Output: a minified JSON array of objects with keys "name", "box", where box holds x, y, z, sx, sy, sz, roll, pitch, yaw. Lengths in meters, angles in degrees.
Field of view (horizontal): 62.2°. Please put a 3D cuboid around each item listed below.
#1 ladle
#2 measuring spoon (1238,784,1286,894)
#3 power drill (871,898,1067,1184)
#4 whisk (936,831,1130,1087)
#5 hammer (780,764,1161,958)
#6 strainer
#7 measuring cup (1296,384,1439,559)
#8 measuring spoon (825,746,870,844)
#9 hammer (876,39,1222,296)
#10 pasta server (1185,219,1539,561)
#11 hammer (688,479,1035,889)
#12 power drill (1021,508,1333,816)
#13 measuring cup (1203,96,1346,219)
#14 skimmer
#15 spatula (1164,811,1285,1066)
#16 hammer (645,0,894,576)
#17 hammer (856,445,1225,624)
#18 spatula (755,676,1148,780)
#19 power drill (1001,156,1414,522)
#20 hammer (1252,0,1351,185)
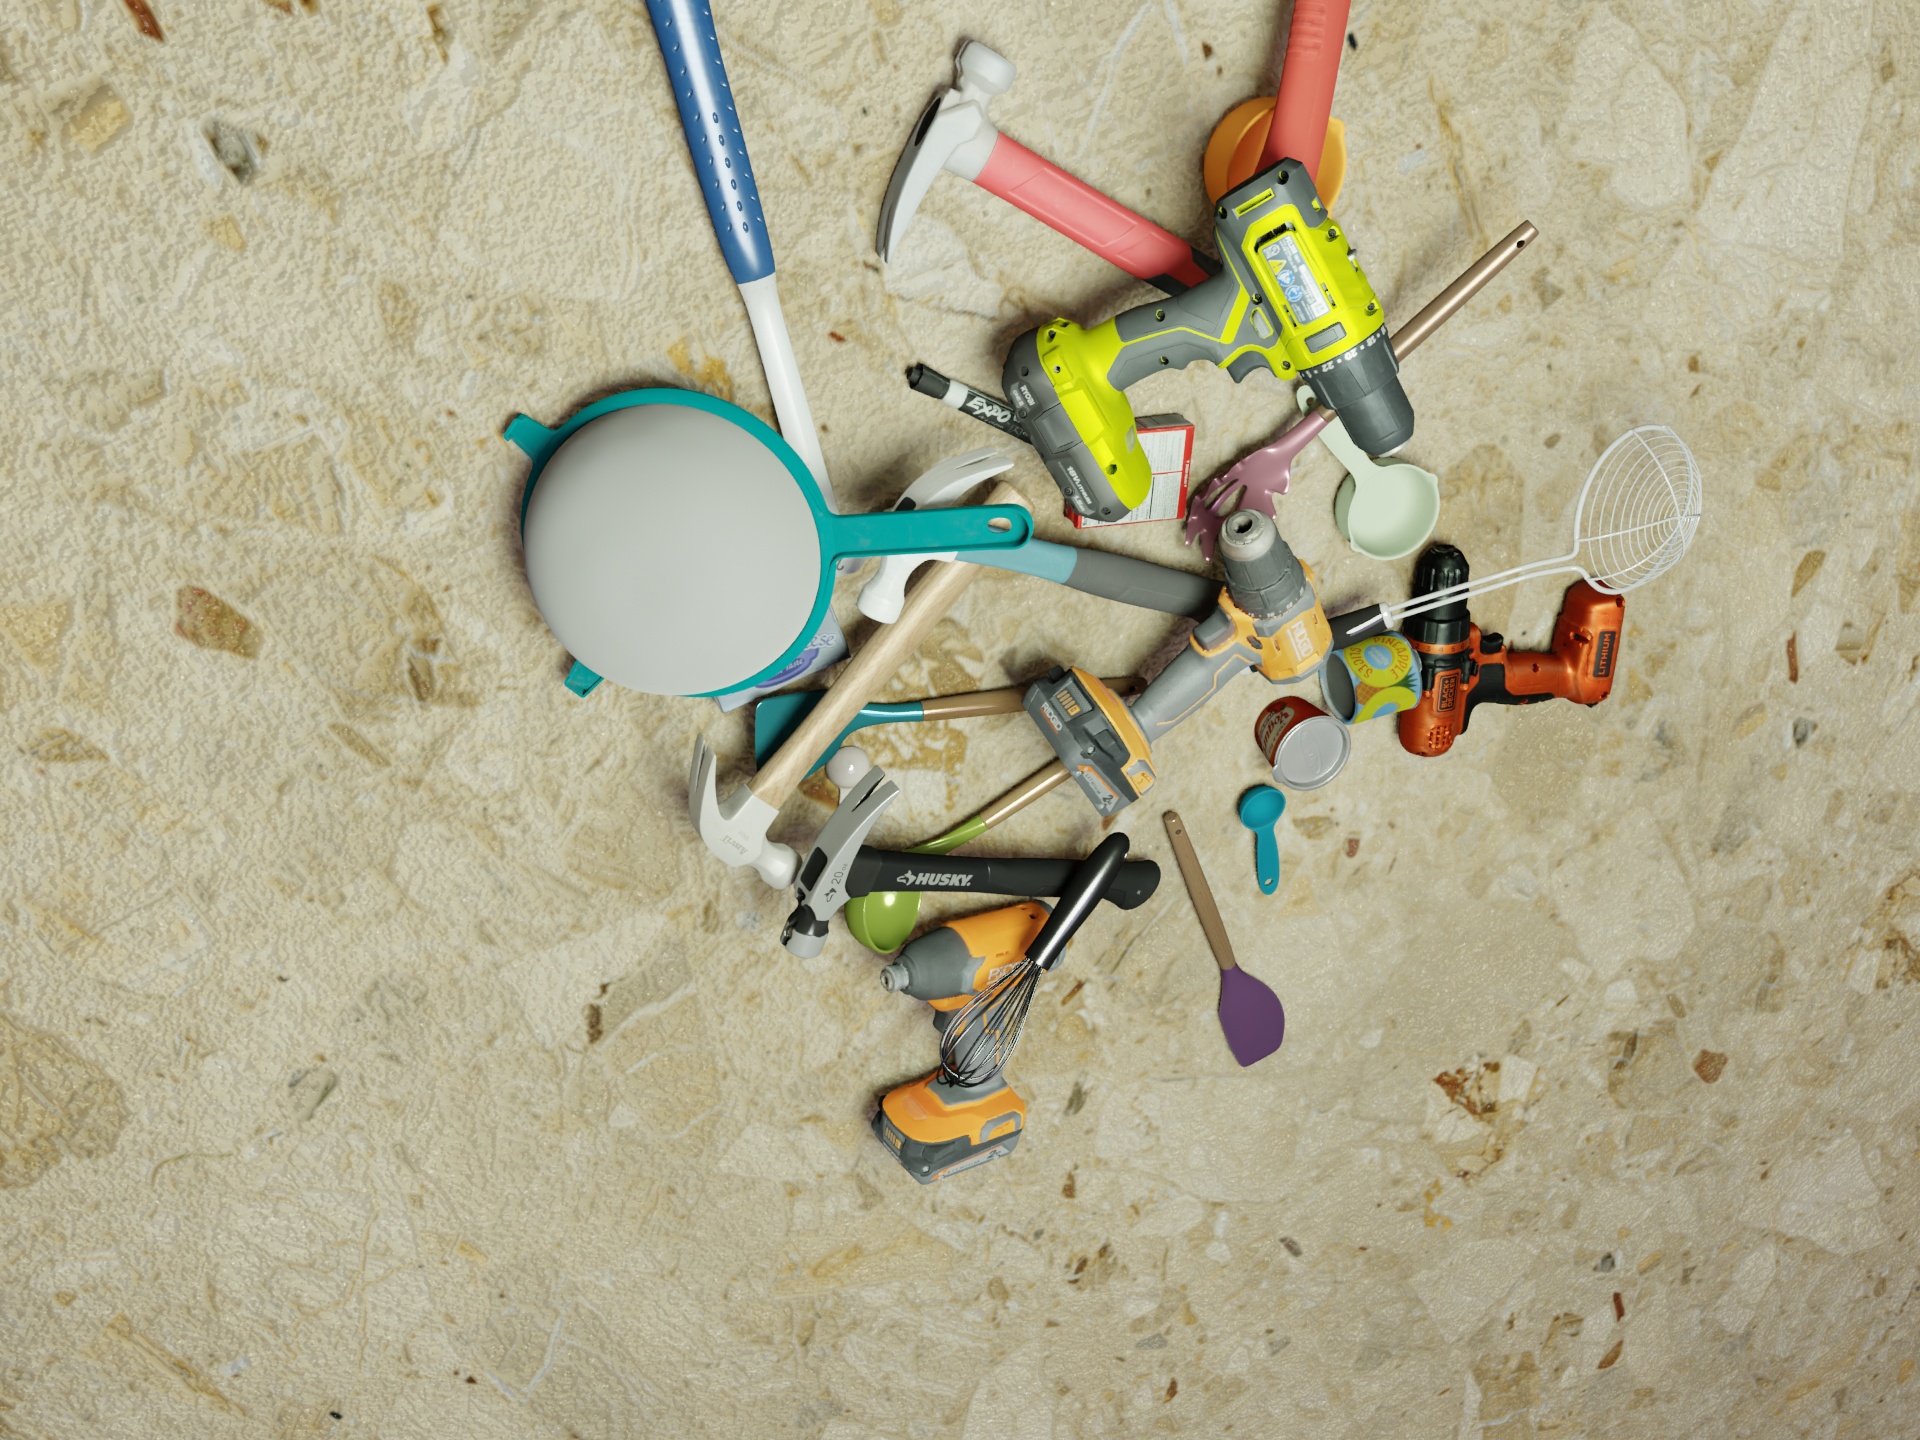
[{"name":"ladle","box":[0.045,0.072,1.246,0.320,0.062,0.078,-34,136,-3]},{"name":"measuring spoon","box":[0.258,0.101,1.363,0.042,0.021,0.128,-21,131,-8]},{"name":"power drill","box":[-0.007,0.261,1.296,0.164,0.084,0.226,-9,120,-36]},{"name":"whisk","box":[0.057,0.183,1.223,0.055,0.055,0.239,39,84,-32]},{"name":"hammer","box":[0.028,0.114,1.218,0.334,0.035,0.146,6,116,-38]},{"name":"strainer","box":[-0.128,-0.098,0.987,0.340,0.095,0.210,-2,114,12]},{"name":"measuring cup","box":[0.296,-0.194,1.203,0.083,0.038,0.167,-42,115,6]},{"name":"measuring spoon","box":[-0.083,0.077,1.223,0.034,0.018,0.124,-9,121,-15]},{"name":"hammer","box":[0.130,-0.299,1.083,0.386,0.038,0.143,21,110,-28]},{"name":"pasta server","box":[0.280,-0.232,1.129,0.060,0.040,0.316,34,119,-27]},{"name":"hammer","box":[-0.067,-0.035,1.112,0.331,0.031,0.129,-50,132,1]},{"name":"power drill","box":[0.159,-0.045,1.150,0.226,0.084,0.185,-35,146,3]},{"name":"measuring cup","box":[0.230,-0.345,1.086,0.095,0.052,0.173,-40,125,5]},{"name":"skimmer","box":[0.385,-0.117,1.225,0.363,0.090,0.127,-18,126,20]},{"name":"spatula","box":[0.231,0.196,1.400,0.060,0.018,0.315,-29,124,-4]},{"name":"hammer","box":[-0.132,-0.269,1.007,0.144,0.035,0.405,-20,122,-9]},{"name":"hammer","box":[0.084,-0.107,1.130,0.330,0.033,0.128,9,114,-39]},{"name":"spatula","box":[-0.002,-0.004,1.194,0.317,0.044,0.082,-8,116,-17]},{"name":"power drill","box":[0.161,-0.221,1.021,0.228,0.080,0.190,-24,107,28]},{"name":"hammer","box":[0.239,-0.478,0.984,0.149,0.037,0.359,4,104,-19]}]
